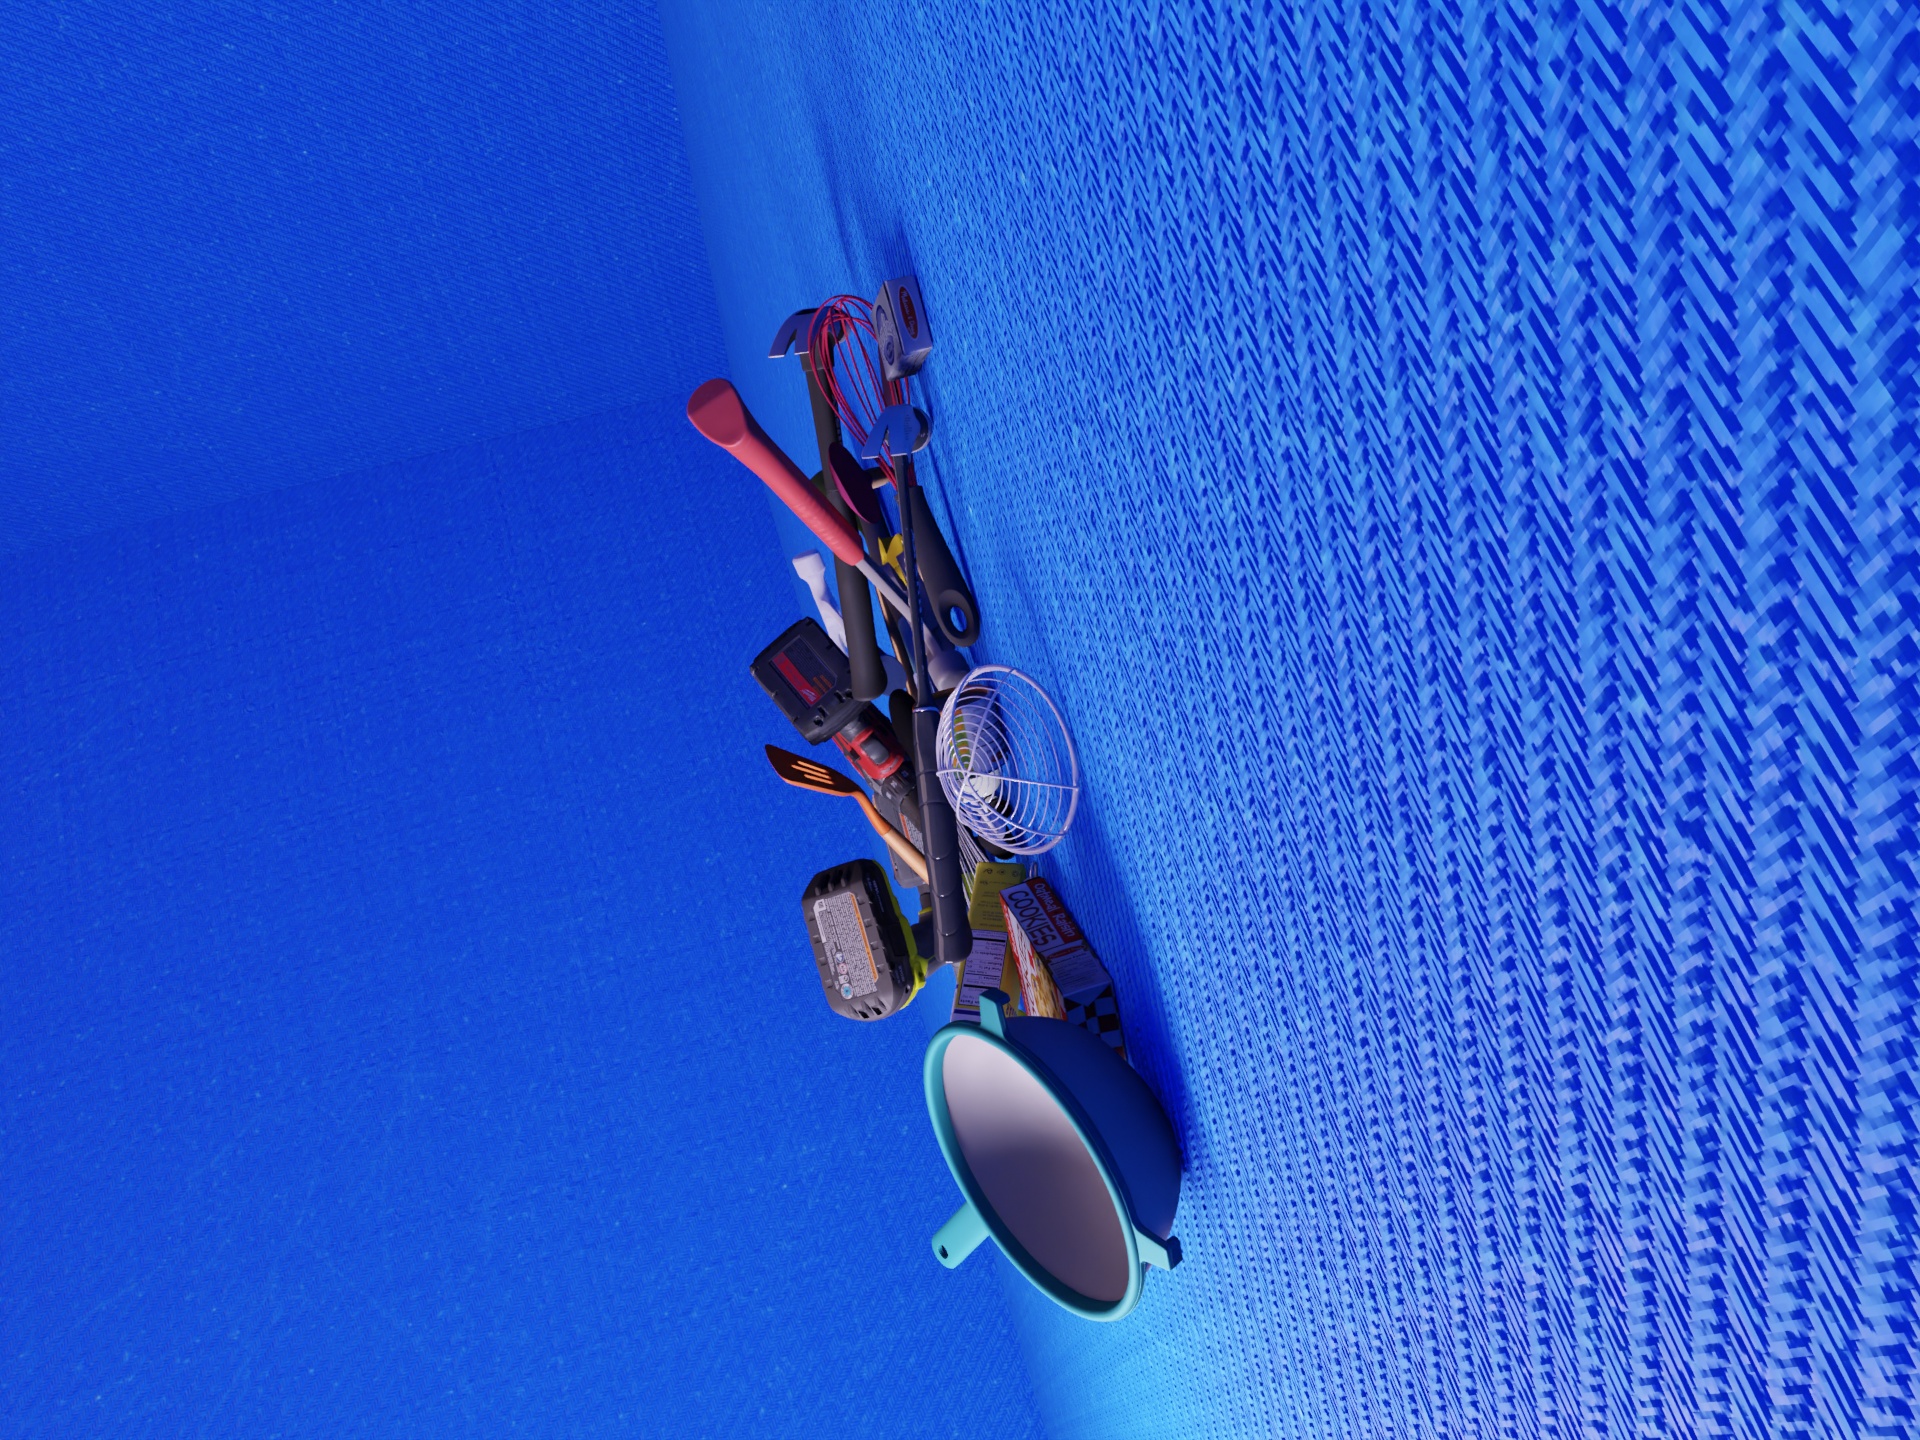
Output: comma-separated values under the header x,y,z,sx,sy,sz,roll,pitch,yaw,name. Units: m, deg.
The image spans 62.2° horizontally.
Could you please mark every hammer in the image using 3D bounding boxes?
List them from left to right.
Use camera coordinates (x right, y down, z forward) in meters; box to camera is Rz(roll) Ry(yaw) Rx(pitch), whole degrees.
x,y,z,sx,sy,sz,roll,pitch,yaw,name
-0.097,-0.149,1.195,0.358,0.036,0.149,44,-165,-56,hammer
-0.103,-0.180,1.354,0.146,0.035,0.334,-55,-41,-70,hammer
-0.112,-0.086,1.696,0.144,0.035,0.406,67,173,-19,hammer
-0.057,-0.106,1.561,0.128,0.033,0.331,87,166,-61,hammer
-0.026,-0.022,1.154,0.149,0.036,0.409,-62,-34,-78,hammer

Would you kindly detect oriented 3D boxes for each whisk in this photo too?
x,y,z,sx,sy,sz,roll,pitch,yaw,name
-0.047,-0.194,1.225,0.073,0.073,0.296,123,126,-80,whisk
-0.011,0.096,1.421,0.070,0.070,0.285,93,156,-68,whisk

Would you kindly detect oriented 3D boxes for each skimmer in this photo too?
x,y,z,sx,sy,sz,roll,pitch,yaw,name
0.044,0.055,1.159,0.127,0.090,0.363,62,180,14,skimmer

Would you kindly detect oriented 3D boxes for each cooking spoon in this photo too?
x,y,z,sx,sy,sz,roll,pitch,yaw,name
-0.076,-0.198,1.307,0.068,0.017,0.319,61,-171,-8,cooking spoon

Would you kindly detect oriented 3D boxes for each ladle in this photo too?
x,y,z,sx,sy,sz,roll,pitch,yaw,name
-0.087,-0.116,1.691,0.078,0.062,0.320,-33,-74,-71,ladle

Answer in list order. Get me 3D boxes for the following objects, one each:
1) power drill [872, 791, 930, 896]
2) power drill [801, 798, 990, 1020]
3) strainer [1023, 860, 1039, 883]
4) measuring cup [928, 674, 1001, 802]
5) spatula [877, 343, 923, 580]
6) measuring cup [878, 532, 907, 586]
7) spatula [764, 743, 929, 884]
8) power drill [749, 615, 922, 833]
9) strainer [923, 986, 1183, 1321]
x,y,z,sx,sy,sz,roll,pitch,yaw,name
-0.042,0.135,1.778,0.226,0.084,0.185,-170,64,-87,power drill
-0.038,0.170,1.444,0.228,0.080,0.190,-5,-103,-56,power drill
0.067,0.224,1.285,0.087,0.050,0.258,-45,-43,-51,strainer
-0.002,-0.004,1.355,0.083,0.038,0.168,83,171,-49,measuring cup
-0.038,-0.164,1.363,0.060,0.018,0.315,-119,17,-62,spatula
-0.050,-0.151,1.447,0.156,0.029,0.062,148,107,-80,measuring cup
-0.064,0.125,1.525,0.322,0.041,0.081,47,-178,-29,spatula
-0.094,0.017,1.548,0.188,0.080,0.226,48,178,33,power drill
0.058,0.305,1.087,0.211,0.095,0.340,54,150,18,strainer
